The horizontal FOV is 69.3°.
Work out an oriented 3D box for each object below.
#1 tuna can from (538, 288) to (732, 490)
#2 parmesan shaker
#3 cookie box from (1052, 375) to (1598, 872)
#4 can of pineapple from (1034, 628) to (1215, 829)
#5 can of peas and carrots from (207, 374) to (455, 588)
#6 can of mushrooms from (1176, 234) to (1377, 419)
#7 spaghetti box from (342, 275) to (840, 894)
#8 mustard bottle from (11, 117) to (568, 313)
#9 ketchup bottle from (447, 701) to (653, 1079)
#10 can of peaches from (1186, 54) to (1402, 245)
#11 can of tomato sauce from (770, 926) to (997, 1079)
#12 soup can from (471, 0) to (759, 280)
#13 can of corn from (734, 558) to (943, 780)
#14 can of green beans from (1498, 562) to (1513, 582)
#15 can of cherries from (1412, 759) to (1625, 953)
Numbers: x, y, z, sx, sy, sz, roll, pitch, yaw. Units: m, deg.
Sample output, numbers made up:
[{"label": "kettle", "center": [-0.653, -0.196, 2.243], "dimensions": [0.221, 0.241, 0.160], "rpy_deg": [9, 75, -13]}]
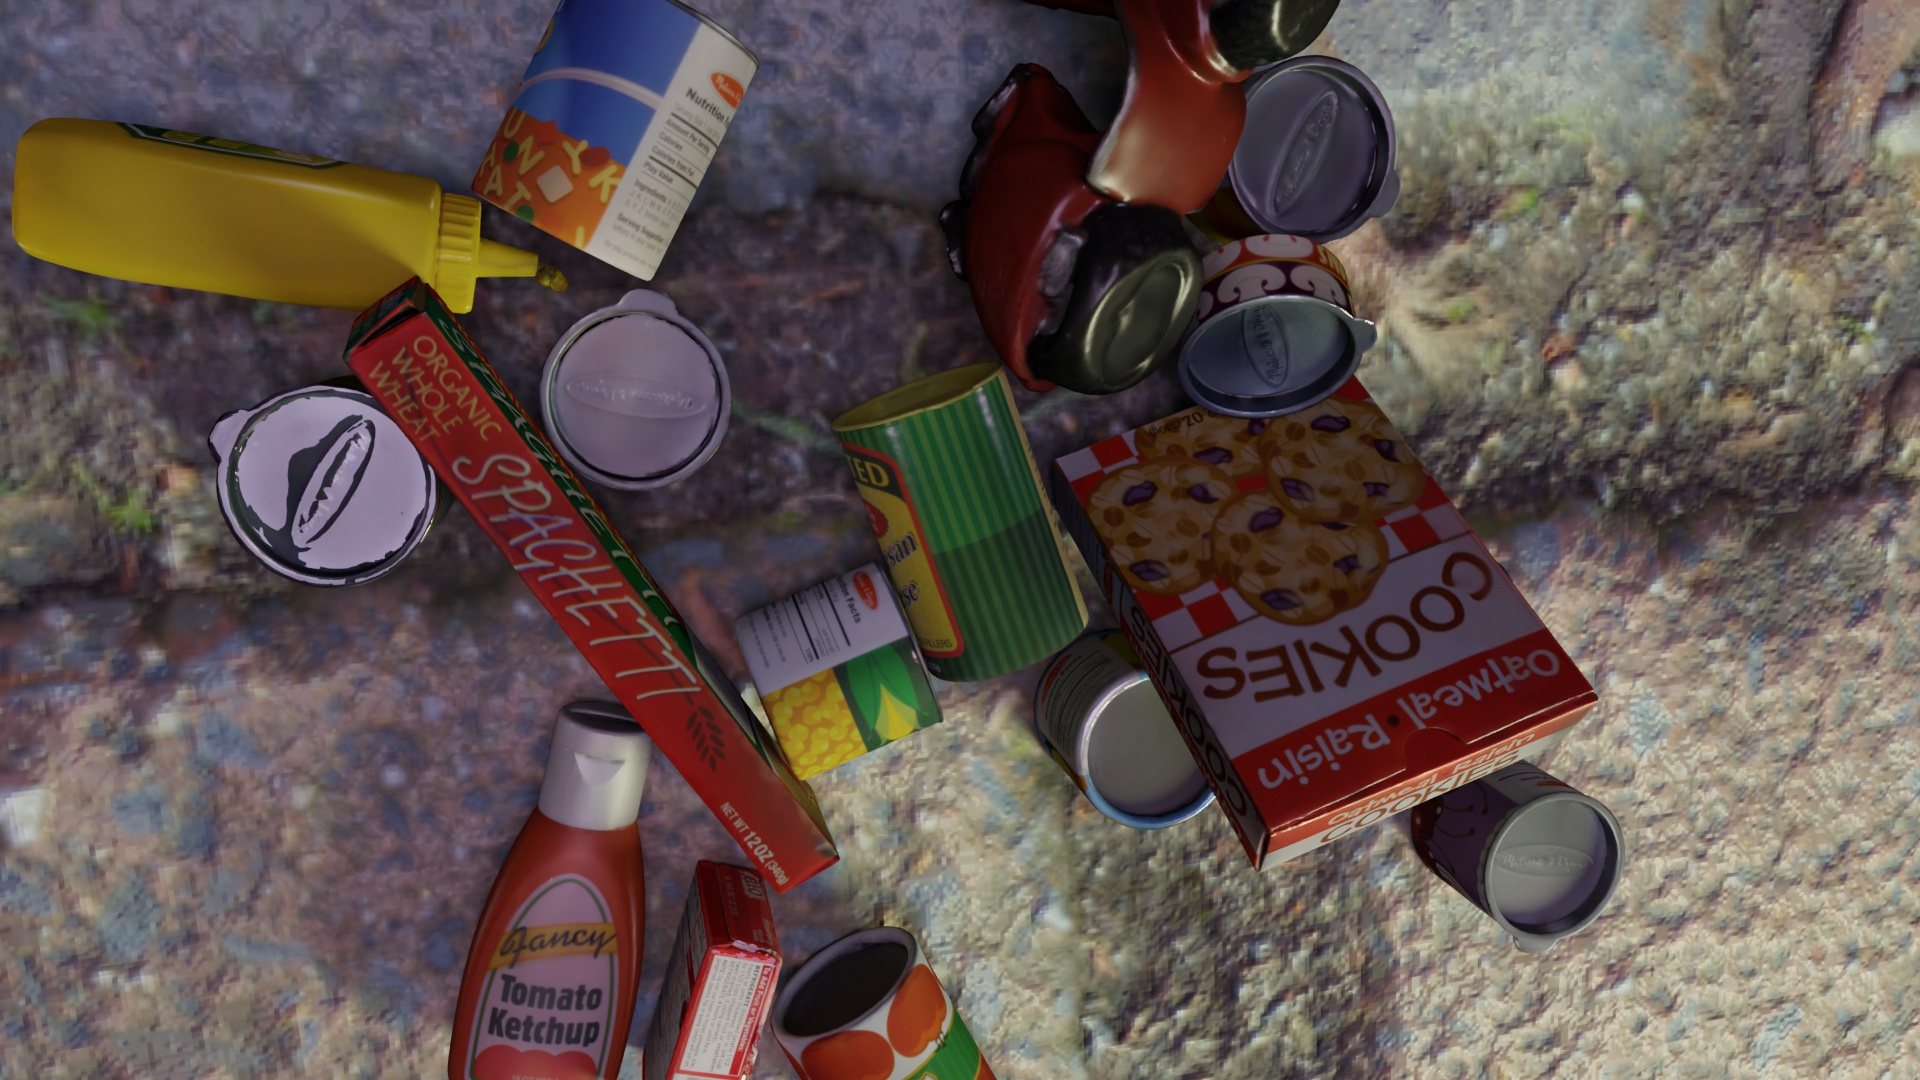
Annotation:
[{"label": "tuna can", "center": [-0.116, -0.055, 0.498], "dimensions": [0.071, 0.033, 0.071], "rpy_deg": [-2, 101, -12]}, {"label": "parmesan shaker", "center": [0.002, -0.006, 0.513], "dimensions": [0.071, 0.071, 0.103], "rpy_deg": [-22, 104, -8]}, {"label": "cookie box", "center": [0.124, 0.019, 0.505], "dimensions": [0.123, 0.168, 0.040], "rpy_deg": [-21, 147, -8]}, {"label": "can of pineapple", "center": [0.070, 0.074, 0.550], "dimensions": [0.071, 0.058, 0.071], "rpy_deg": [-2, 101, -12]}, {"label": "can of peas and carrots", "center": [-0.210, -0.023, 0.470], "dimensions": [0.071, 0.059, 0.070], "rpy_deg": [-2, 100, -11]}, {"label": "can of mushrooms", "center": [0.113, -0.078, 0.507], "dimensions": [0.071, 0.033, 0.070], "rpy_deg": [0, 144, 0]}, {"label": "spaghetti box", "center": [-0.120, 0.022, 0.479], "dimensions": [0.029, 0.050, 0.249], "rpy_deg": [-34, 117, -4]}, {"label": "mustard bottle", "center": [-0.211, -0.102, 0.456], "dimensions": [0.160, 0.065, 0.048], "rpy_deg": [6, 104, -21]}, {"label": "ketchup bottle", "center": [-0.147, 0.136, 0.522], "dimensions": [0.065, 0.043, 0.148], "rpy_deg": [12, 97, -14]}, {"label": "can of peaches", "center": [0.121, -0.142, 0.522], "dimensions": [0.071, 0.058, 0.071], "rpy_deg": [-2, 101, -13]}, {"label": "can of tomato sauce", "center": [-0.028, 0.207, 0.547], "dimensions": [0.071, 0.071, 0.083], "rpy_deg": [-29, 105, -6]}, {"label": "soup can", "center": [-0.118, -0.140, 0.467], "dimensions": [0.071, 0.071, 0.083], "rpy_deg": [27, 94, -16]}, {"label": "can of corn", "center": [-0.045, 0.050, 0.517], "dimensions": [0.058, 0.071, 0.071], "rpy_deg": [-22, 104, -7]}, {"label": "can of green beans", "center": [0.181, 0.034, 0.563], "dimensions": [0.058, 0.071, 0.071], "rpy_deg": [11, 98, -14]}, {"label": "can of cherries", "center": [0.237, 0.132, 0.598], "dimensions": [0.071, 0.058, 0.071], "rpy_deg": [-3, 101, -13]}]
